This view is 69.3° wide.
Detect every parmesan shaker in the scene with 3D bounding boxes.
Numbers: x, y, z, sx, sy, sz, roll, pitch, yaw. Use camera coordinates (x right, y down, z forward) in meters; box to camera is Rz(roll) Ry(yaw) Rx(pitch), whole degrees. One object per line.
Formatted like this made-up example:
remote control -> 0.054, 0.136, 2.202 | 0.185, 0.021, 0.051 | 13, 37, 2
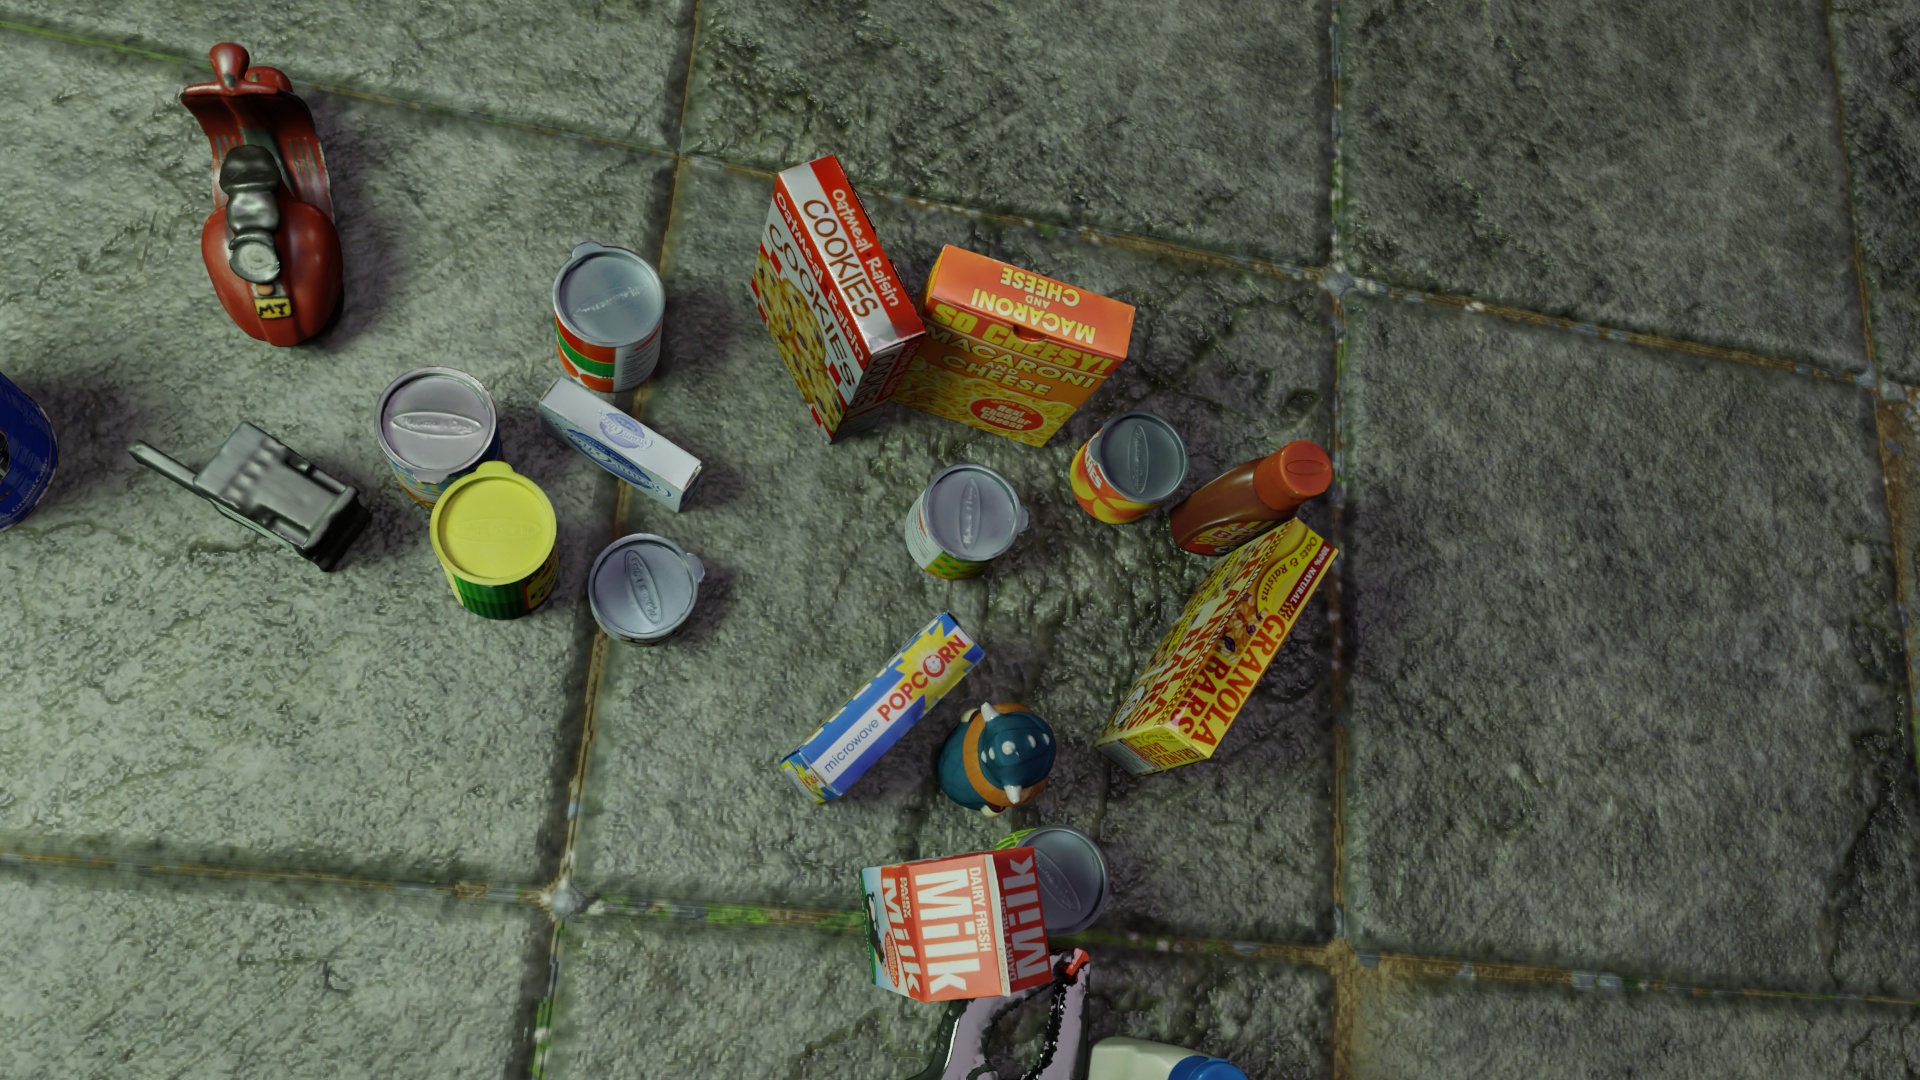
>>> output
parmesan shaker -> -0.269, 0.002, 0.813 | 0.071, 0.102, 0.071 | 4, 75, -14

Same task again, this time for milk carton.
milk carton -> -0.002, 0.213, 0.778 | 0.073, 0.190, 0.072 | -5, 77, -16

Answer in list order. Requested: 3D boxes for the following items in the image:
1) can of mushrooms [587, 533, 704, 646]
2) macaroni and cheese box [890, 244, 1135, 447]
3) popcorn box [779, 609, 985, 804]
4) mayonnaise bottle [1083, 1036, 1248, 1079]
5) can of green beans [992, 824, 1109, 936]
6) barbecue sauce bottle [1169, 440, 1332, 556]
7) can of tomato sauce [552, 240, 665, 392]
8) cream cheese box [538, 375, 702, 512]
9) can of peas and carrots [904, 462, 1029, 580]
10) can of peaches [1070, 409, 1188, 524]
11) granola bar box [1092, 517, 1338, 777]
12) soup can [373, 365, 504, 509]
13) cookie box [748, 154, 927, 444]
can of mushrooms -> -0.194, 0.031, 0.862 | 0.071, 0.033, 0.071 | 4, 74, -14
macaroni and cheese box -> 0.024, -0.118, 0.889 | 0.124, 0.166, 0.040 | 16, 72, -10
popcorn box -> -0.049, 0.104, 0.852 | 0.127, 0.085, 0.038 | -43, 89, -21
mayonnaise bottle -> 0.121, 0.315, 0.805 | 0.065, 0.147, 0.041 | 10, 73, -12
can of green beans -> 0.052, 0.211, 0.863 | 0.071, 0.057, 0.071 | 4, 74, -14
barbecue sauce bottle -> 0.194, -0.027, 0.918 | 0.065, 0.148, 0.044 | -1, 76, -15
can of tomato sauce -> -0.222, -0.139, 0.874 | 0.071, 0.083, 0.071 | 4, 75, -14
cream cheese box -> -0.213, -0.059, 0.871 | 0.104, 0.053, 0.024 | 32, 70, -4
can of peas and carrots -> 0.003, -0.011, 0.911 | 0.071, 0.058, 0.071 | 4, 74, -14
can of peaches -> 0.112, -0.050, 0.951 | 0.071, 0.058, 0.071 | 4, 74, -14
granola bar box -> 0.163, 0.072, 0.895 | 0.039, 0.124, 0.166 | 38, 70, -2
soup can -> -0.309, -0.056, 0.829 | 0.071, 0.083, 0.071 | 4, 75, -14
cookie box -> -0.080, -0.145, 0.868 | 0.040, 0.167, 0.123 | -25, 83, -19
